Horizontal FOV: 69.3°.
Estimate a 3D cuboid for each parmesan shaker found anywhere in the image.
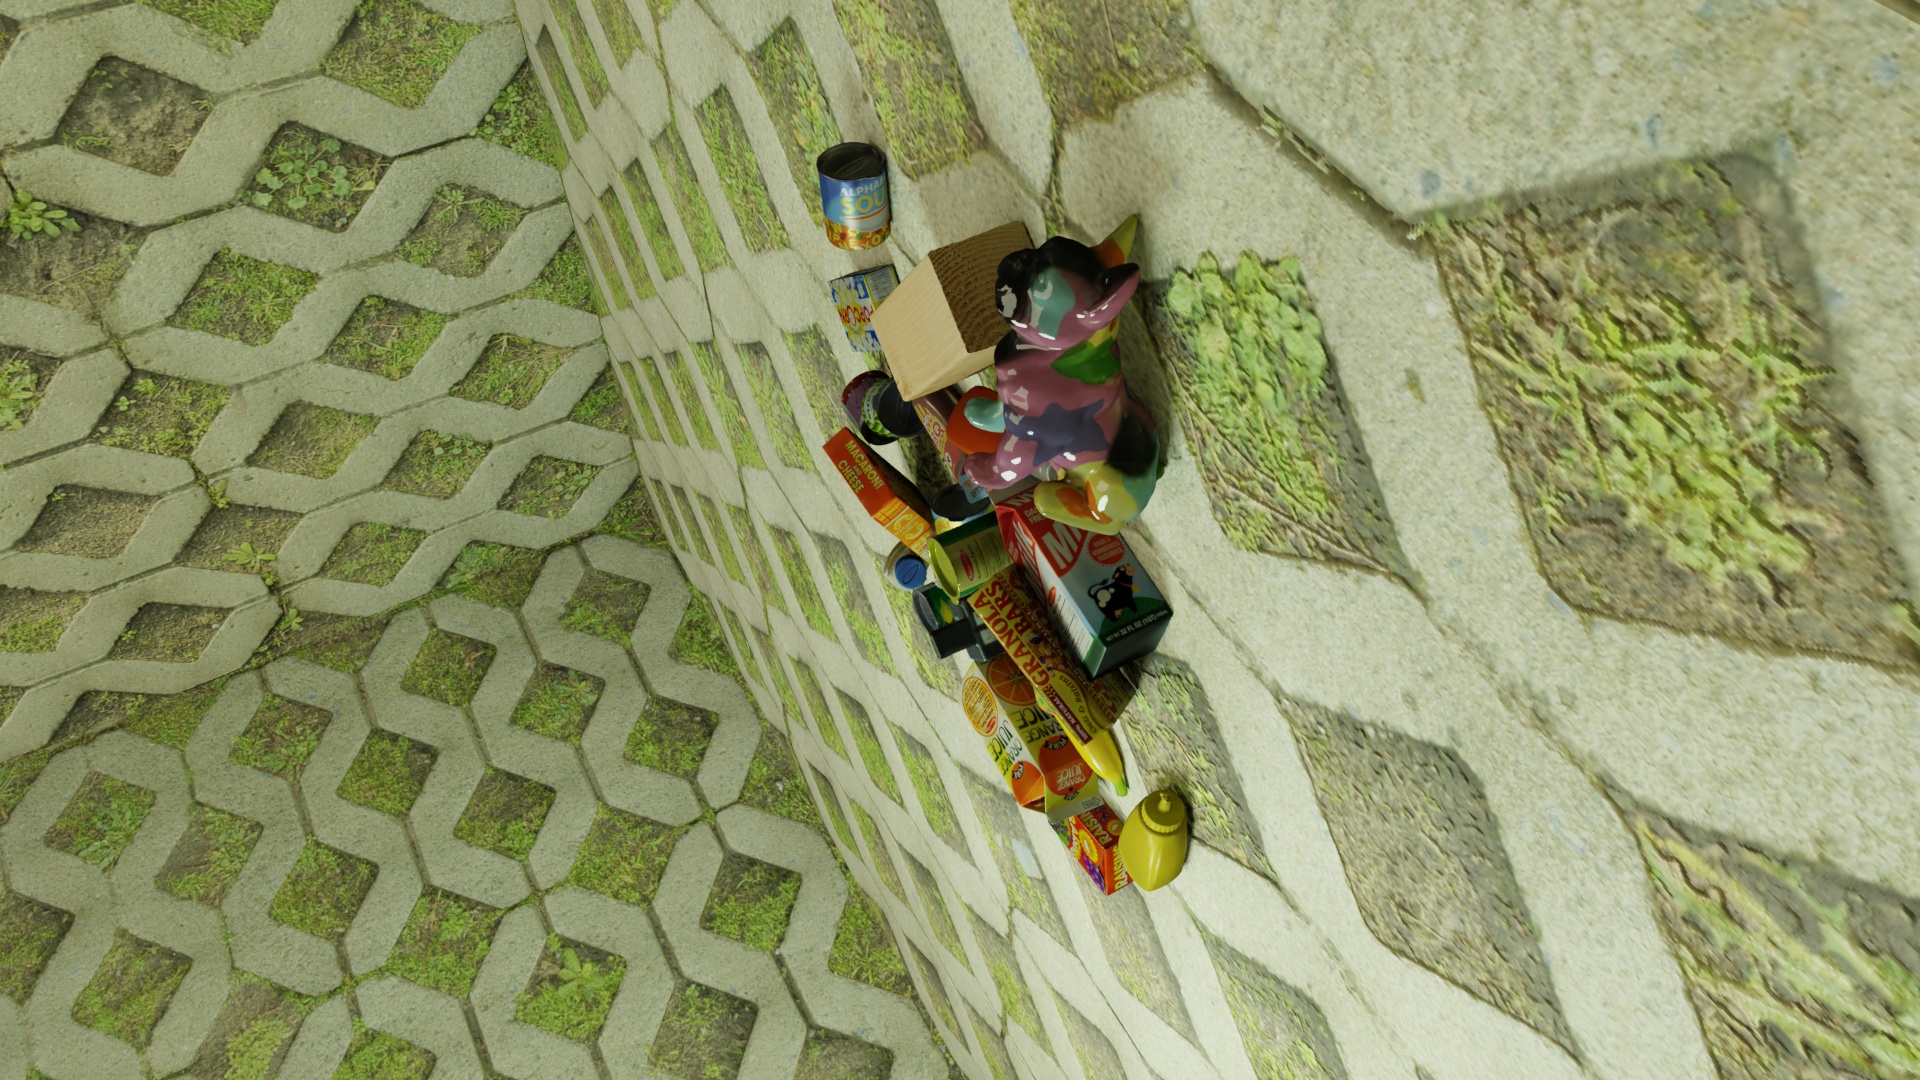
[{"bbox_3d":[0.028,0.011,1.360,0.071,0.103,0.071,54,158,34],"label":"parmesan shaker"}]

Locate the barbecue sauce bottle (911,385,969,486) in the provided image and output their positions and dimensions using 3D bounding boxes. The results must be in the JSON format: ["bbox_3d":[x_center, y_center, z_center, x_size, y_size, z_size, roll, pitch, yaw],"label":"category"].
[{"bbox_3d":[-0.018,-0.129,1.416,0.149,0.044,0.064,59,161,24],"label":"barbecue sauce bottle"}]

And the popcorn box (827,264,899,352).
[{"bbox_3d":[-0.096,-0.248,1.496,0.127,0.038,0.085,18,129,67],"label":"popcorn box"}]

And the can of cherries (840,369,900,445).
[{"bbox_3d":[-0.092,-0.152,1.570,0.058,0.072,0.071,53,158,38],"label":"can of cherries"}]

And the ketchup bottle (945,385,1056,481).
[{"bbox_3d":[0.048,-0.090,1.255,0.043,0.064,0.149,28,-175,-42],"label":"ketchup bottle"}]

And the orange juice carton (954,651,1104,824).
[{"bbox_3d":[0.078,0.215,1.498,0.193,0.072,0.072,57,144,27],"label":"orange juice carton"}]

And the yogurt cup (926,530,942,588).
[{"bbox_3d":[-0.003,0.015,1.523,0.072,0.072,0.054,108,143,-64],"label":"yogurt cup"}]

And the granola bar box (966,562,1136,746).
[{"bbox_3d":[0.084,0.096,1.254,0.165,0.039,0.124,52,-163,4],"label":"granola bar box"}]

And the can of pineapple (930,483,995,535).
[{"bbox_3d":[0.005,-0.018,1.445,0.071,0.071,0.057,44,152,50],"label":"can of pineapple"}]

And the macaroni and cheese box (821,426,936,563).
[{"bbox_3d":[-0.074,-0.046,1.567,0.124,0.040,0.166,53,-173,34],"label":"macaroni and cheese box"}]

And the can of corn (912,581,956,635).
[{"bbox_3d":[-0.015,0.079,1.642,0.071,0.058,0.070,54,158,34],"label":"can of corn"}]

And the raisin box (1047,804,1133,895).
[{"bbox_3d":[0.140,0.316,1.526,0.124,0.040,0.085,47,153,45],"label":"raisin box"}]

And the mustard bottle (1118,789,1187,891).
[{"bbox_3d":[0.188,0.278,1.325,0.065,0.049,0.159,55,158,31],"label":"mustard bottle"}]

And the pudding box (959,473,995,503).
[{"bbox_3d":[0.036,-0.061,1.335,0.030,0.050,0.083,68,162,0],"label":"pudding box"}]

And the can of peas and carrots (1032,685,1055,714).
[{"bbox_3d":[0.100,0.128,1.362,0.071,0.071,0.058,37,146,57],"label":"can of peas and carrots"}]

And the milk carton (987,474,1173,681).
[{"bbox_3d":[0.100,0.018,1.218,0.191,0.072,0.073,57,160,23],"label":"milk carton"}]

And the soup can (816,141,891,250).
[{"bbox_3d":[-0.102,-0.336,1.362,0.071,0.071,0.083,52,158,38],"label":"soup can"}]

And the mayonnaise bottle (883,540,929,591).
[{"bbox_3d":[-0.062,0.030,1.652,0.041,0.064,0.148,35,-178,-7],"label":"mayonnaise bottle"}]

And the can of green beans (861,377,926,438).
[{"bbox_3d":[-0.068,-0.144,1.502,0.058,0.071,0.071,11,122,69],"label":"can of green beans"}]
